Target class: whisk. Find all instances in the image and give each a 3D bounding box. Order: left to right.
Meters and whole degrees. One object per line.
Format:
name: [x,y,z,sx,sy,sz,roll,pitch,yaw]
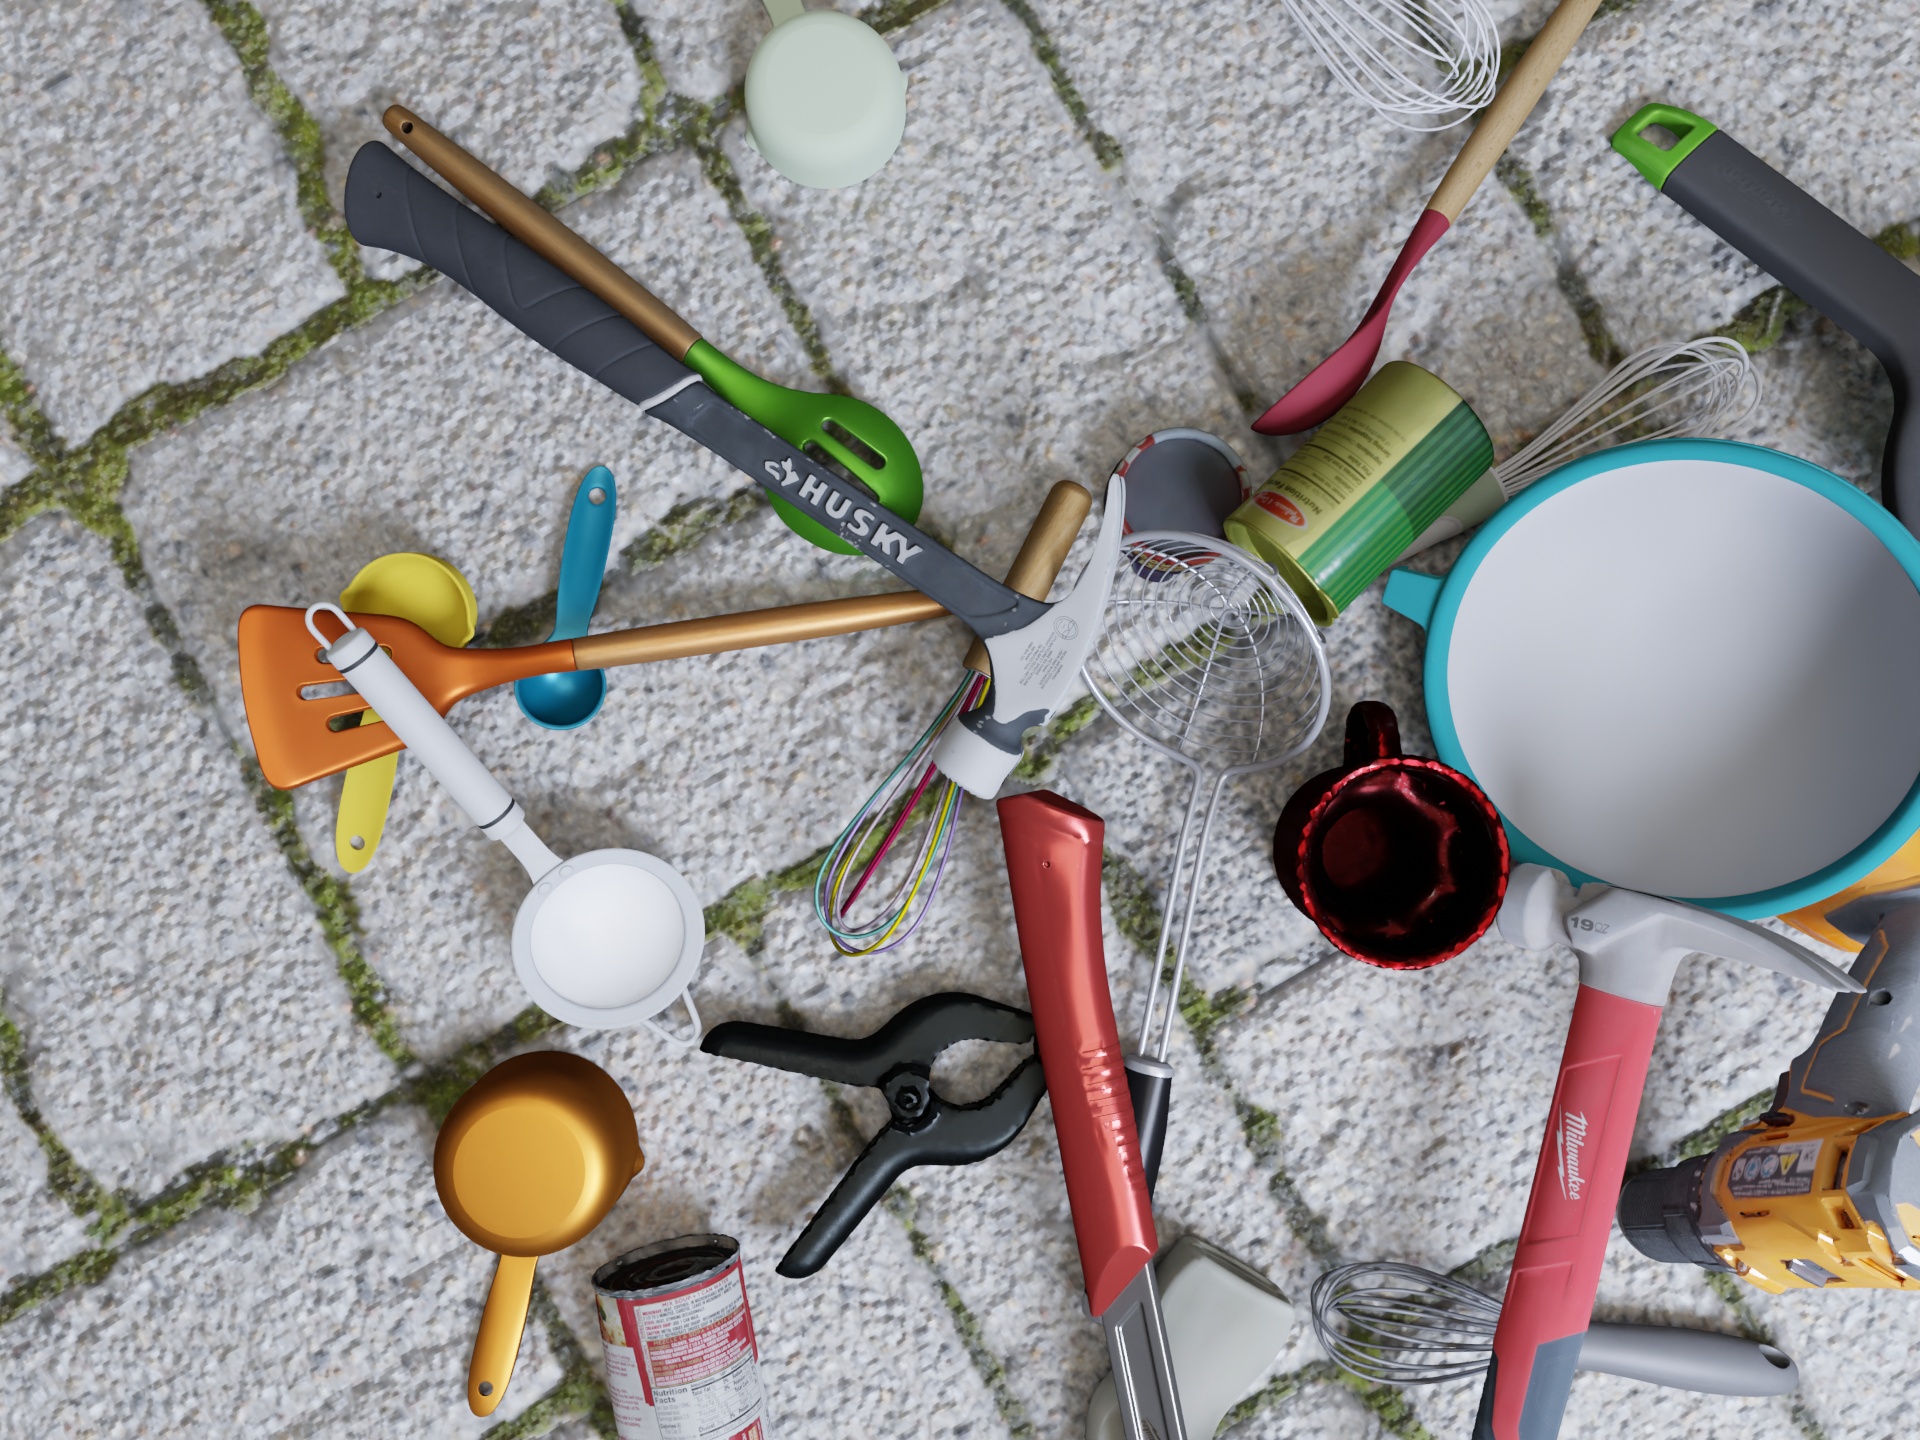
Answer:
whisk: [-0.003,-0.003,0.742,0.051,0.047,0.245,28,85,-13]
whisk: [0.134,-0.375,0.740,0.284,0.070,0.070,40,89,4]
whisk: [0.257,-0.112,0.745,0.246,0.057,0.059,-27,54,3]
whisk: [0.278,0.291,0.741,0.239,0.055,0.055,9,89,-5]

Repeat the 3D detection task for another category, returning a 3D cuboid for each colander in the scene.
colander: [0.455,-0.141,0.736,0.204,0.094,0.397,-42,72,-6]

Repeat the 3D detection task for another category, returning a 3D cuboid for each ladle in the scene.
ladle: [0.235,-0.255,0.744,0.031,0.069,0.315,35,83,-2]

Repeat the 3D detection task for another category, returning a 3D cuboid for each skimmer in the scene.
skimmer: [0.083,0.099,0.716,0.127,0.090,0.363,11,92,32]

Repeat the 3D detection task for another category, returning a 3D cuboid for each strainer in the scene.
strainer: [-0.196,0.047,0.701,0.087,0.050,0.258,-38,117,-8]
strainer: [0.368,-0.048,0.667,0.340,0.095,0.211,-27,90,34]

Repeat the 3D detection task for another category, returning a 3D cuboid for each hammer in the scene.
hammer: [-0.111,-0.140,0.709,0.409,0.036,0.149,35,100,7]
hammer: [0.056,0.209,0.697,0.149,0.036,0.359,-12,87,19]
hammer: [0.254,0.263,0.659,0.038,0.143,0.386,10,93,-40]

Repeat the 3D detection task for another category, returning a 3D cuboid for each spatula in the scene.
spatula: [-0.151,-0.033,0.720,0.322,0.041,0.081,-9,91,-9]

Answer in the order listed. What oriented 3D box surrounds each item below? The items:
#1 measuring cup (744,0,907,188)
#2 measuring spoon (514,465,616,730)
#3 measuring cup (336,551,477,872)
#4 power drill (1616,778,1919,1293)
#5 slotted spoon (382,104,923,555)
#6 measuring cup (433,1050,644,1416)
measuring cup: [-0.080,-0.334,0.742,0.083,0.038,0.167,-22,92,-1]
measuring spoon: [-0.180,-0.057,0.753,0.042,0.021,0.129,10,80,-6]
measuring cup: [-0.267,-0.004,0.748,0.062,0.029,0.156,16,101,-6]
power drill: [0.376,0.140,0.694,0.084,0.185,0.226,30,66,-2]
slotted spoon: [-0.147,-0.188,0.747,0.314,0.031,0.070,38,93,1]
measuring cup: [-0.205,0.241,0.727,0.095,0.052,0.173,13,87,-1]
